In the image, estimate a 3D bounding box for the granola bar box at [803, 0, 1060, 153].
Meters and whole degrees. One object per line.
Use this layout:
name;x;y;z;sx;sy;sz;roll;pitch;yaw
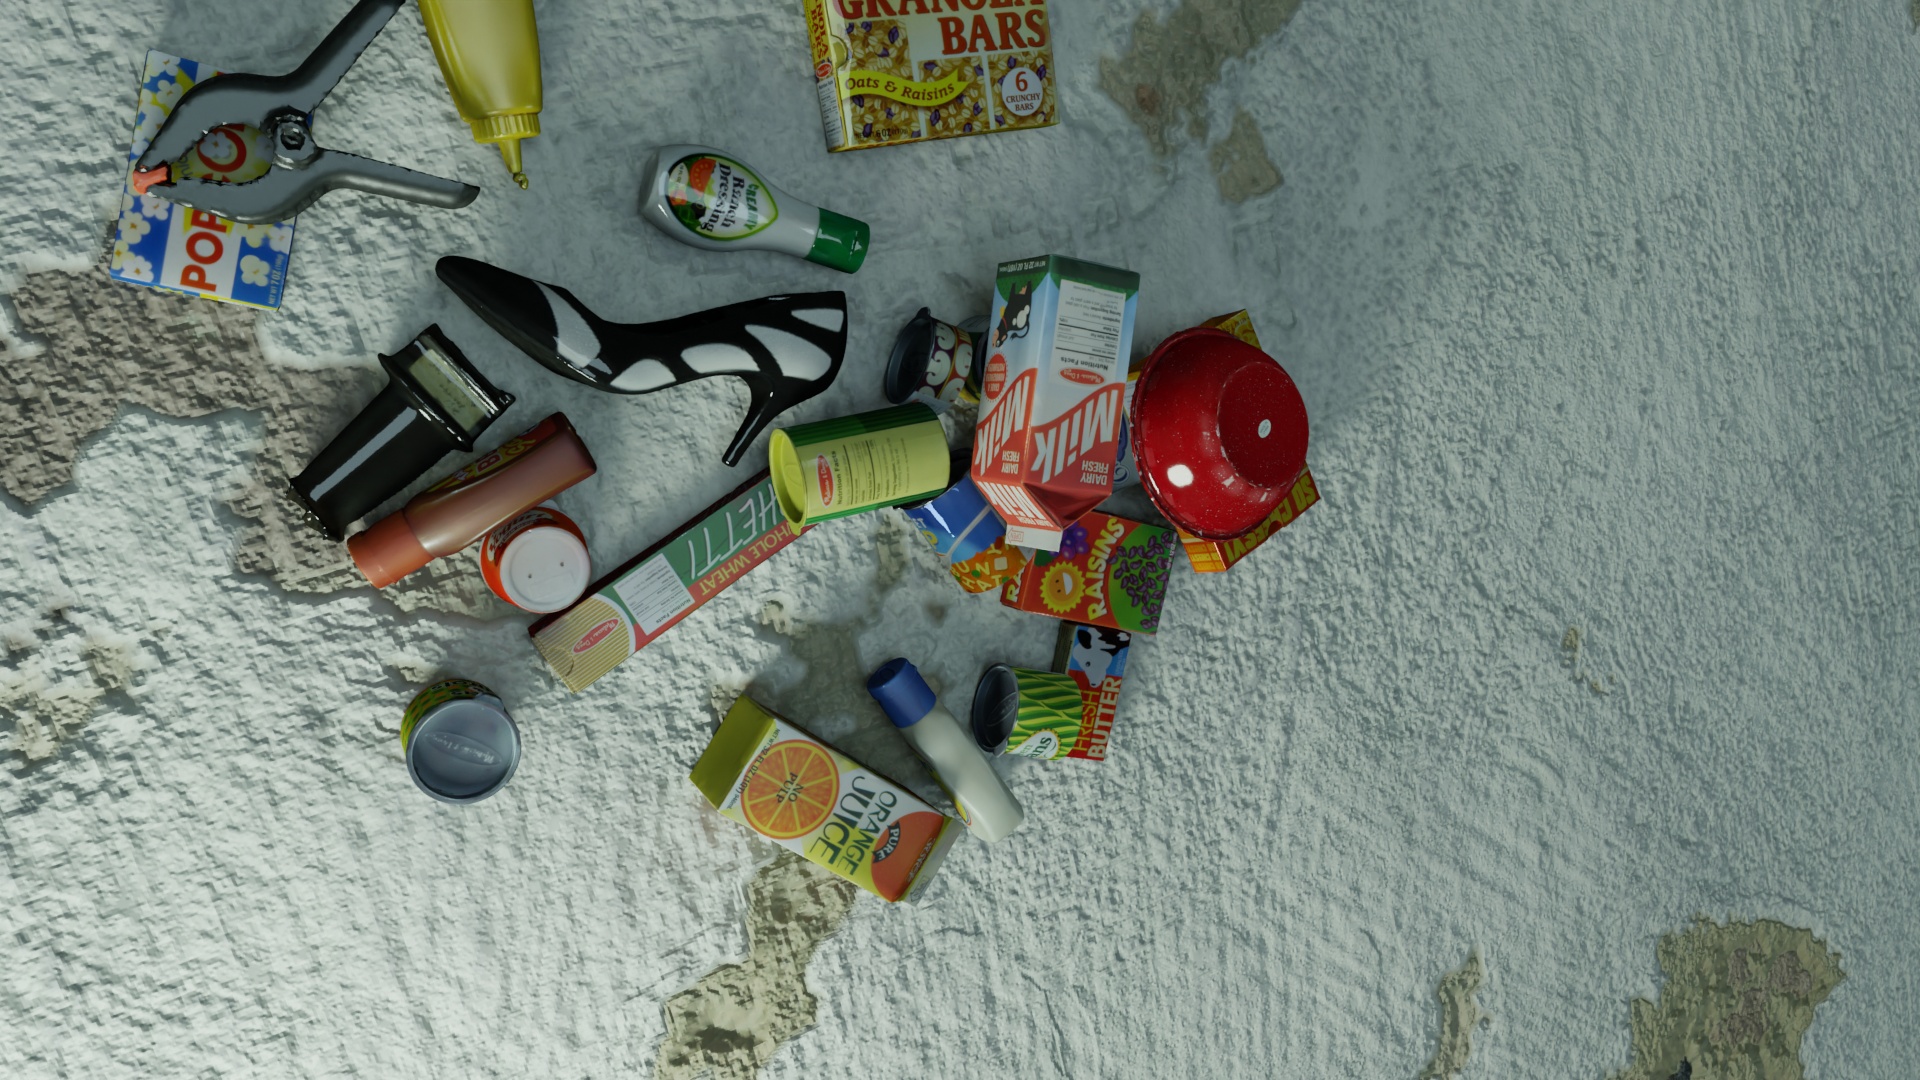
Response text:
granola bar box;-0.018;-0.337;0.948;0.166;0.039;0.124;-14;103;-23

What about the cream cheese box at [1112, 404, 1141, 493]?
cream cheese box;0.100;-0.085;1.048;0.053;0.024;0.103;-23;106;-21

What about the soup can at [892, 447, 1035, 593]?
soup can;0.004;-0.012;0.991;0.071;0.071;0.083;-42;113;-14

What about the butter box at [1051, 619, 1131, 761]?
butter box;0.095;0.116;1.074;0.053;0.024;0.103;11;92;-26

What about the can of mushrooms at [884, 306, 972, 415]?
can of mushrooms;-0.022;-0.123;0.961;0.033;0.071;0.071;19;89;-27

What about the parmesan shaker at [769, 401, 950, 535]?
parmesan shaker;-0.066;-0.048;0.918;0.103;0.071;0.071;-13;103;-24

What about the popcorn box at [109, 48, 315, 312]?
popcorn box;-0.417;-0.199;0.777;0.085;0.038;0.126;10;93;-26

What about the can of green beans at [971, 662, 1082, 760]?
can of green beans;0.049;0.128;1.031;0.058;0.071;0.071;13;92;-27

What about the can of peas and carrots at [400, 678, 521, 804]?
can of peas and carrots;-0.310;0.121;0.862;0.071;0.059;0.071;-4;99;-25

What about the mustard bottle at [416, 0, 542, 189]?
mustard bottle;-0.281;-0.289;0.824;0.065;0.049;0.159;-14;104;-23

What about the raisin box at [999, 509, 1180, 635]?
raisin box;0.098;0.019;1.054;0.123;0.040;0.086;12;92;-27

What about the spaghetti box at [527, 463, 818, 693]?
spaghetti box;-0.168;0.008;0.930;0.251;0.028;0.050;-36;111;-17

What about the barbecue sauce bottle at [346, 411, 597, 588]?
barbecue sauce bottle;-0.297;-0.024;0.848;0.149;0.065;0.043;-32;110;-9

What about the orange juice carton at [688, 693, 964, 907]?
orange juice carton;-0.085;0.188;0.971;0.192;0.073;0.072;35;82;-26

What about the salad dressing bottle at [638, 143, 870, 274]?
salad dressing bottle;-0.132;-0.213;0.908;0.148;0.044;0.064;13;91;-27

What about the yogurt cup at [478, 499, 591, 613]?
yogurt cup;-0.264;0.014;0.872;0.072;0.054;0.072;-4;100;-25

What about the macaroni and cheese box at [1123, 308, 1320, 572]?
macaroni and cheese box;0.199;-0.076;1.065;0.124;0.040;0.166;-33;104;-31

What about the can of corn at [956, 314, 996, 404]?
can of corn;0.028;-0.126;0.989;0.071;0.058;0.071;-4;99;-25

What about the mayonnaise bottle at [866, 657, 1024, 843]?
mayonnaise bottle;-0.012;0.151;1.009;0.041;0.065;0.148;-39;108;-11

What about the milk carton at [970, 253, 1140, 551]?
milk carton;0.060;-0.089;0.933;0.073;0.072;0.190;6;91;-28
